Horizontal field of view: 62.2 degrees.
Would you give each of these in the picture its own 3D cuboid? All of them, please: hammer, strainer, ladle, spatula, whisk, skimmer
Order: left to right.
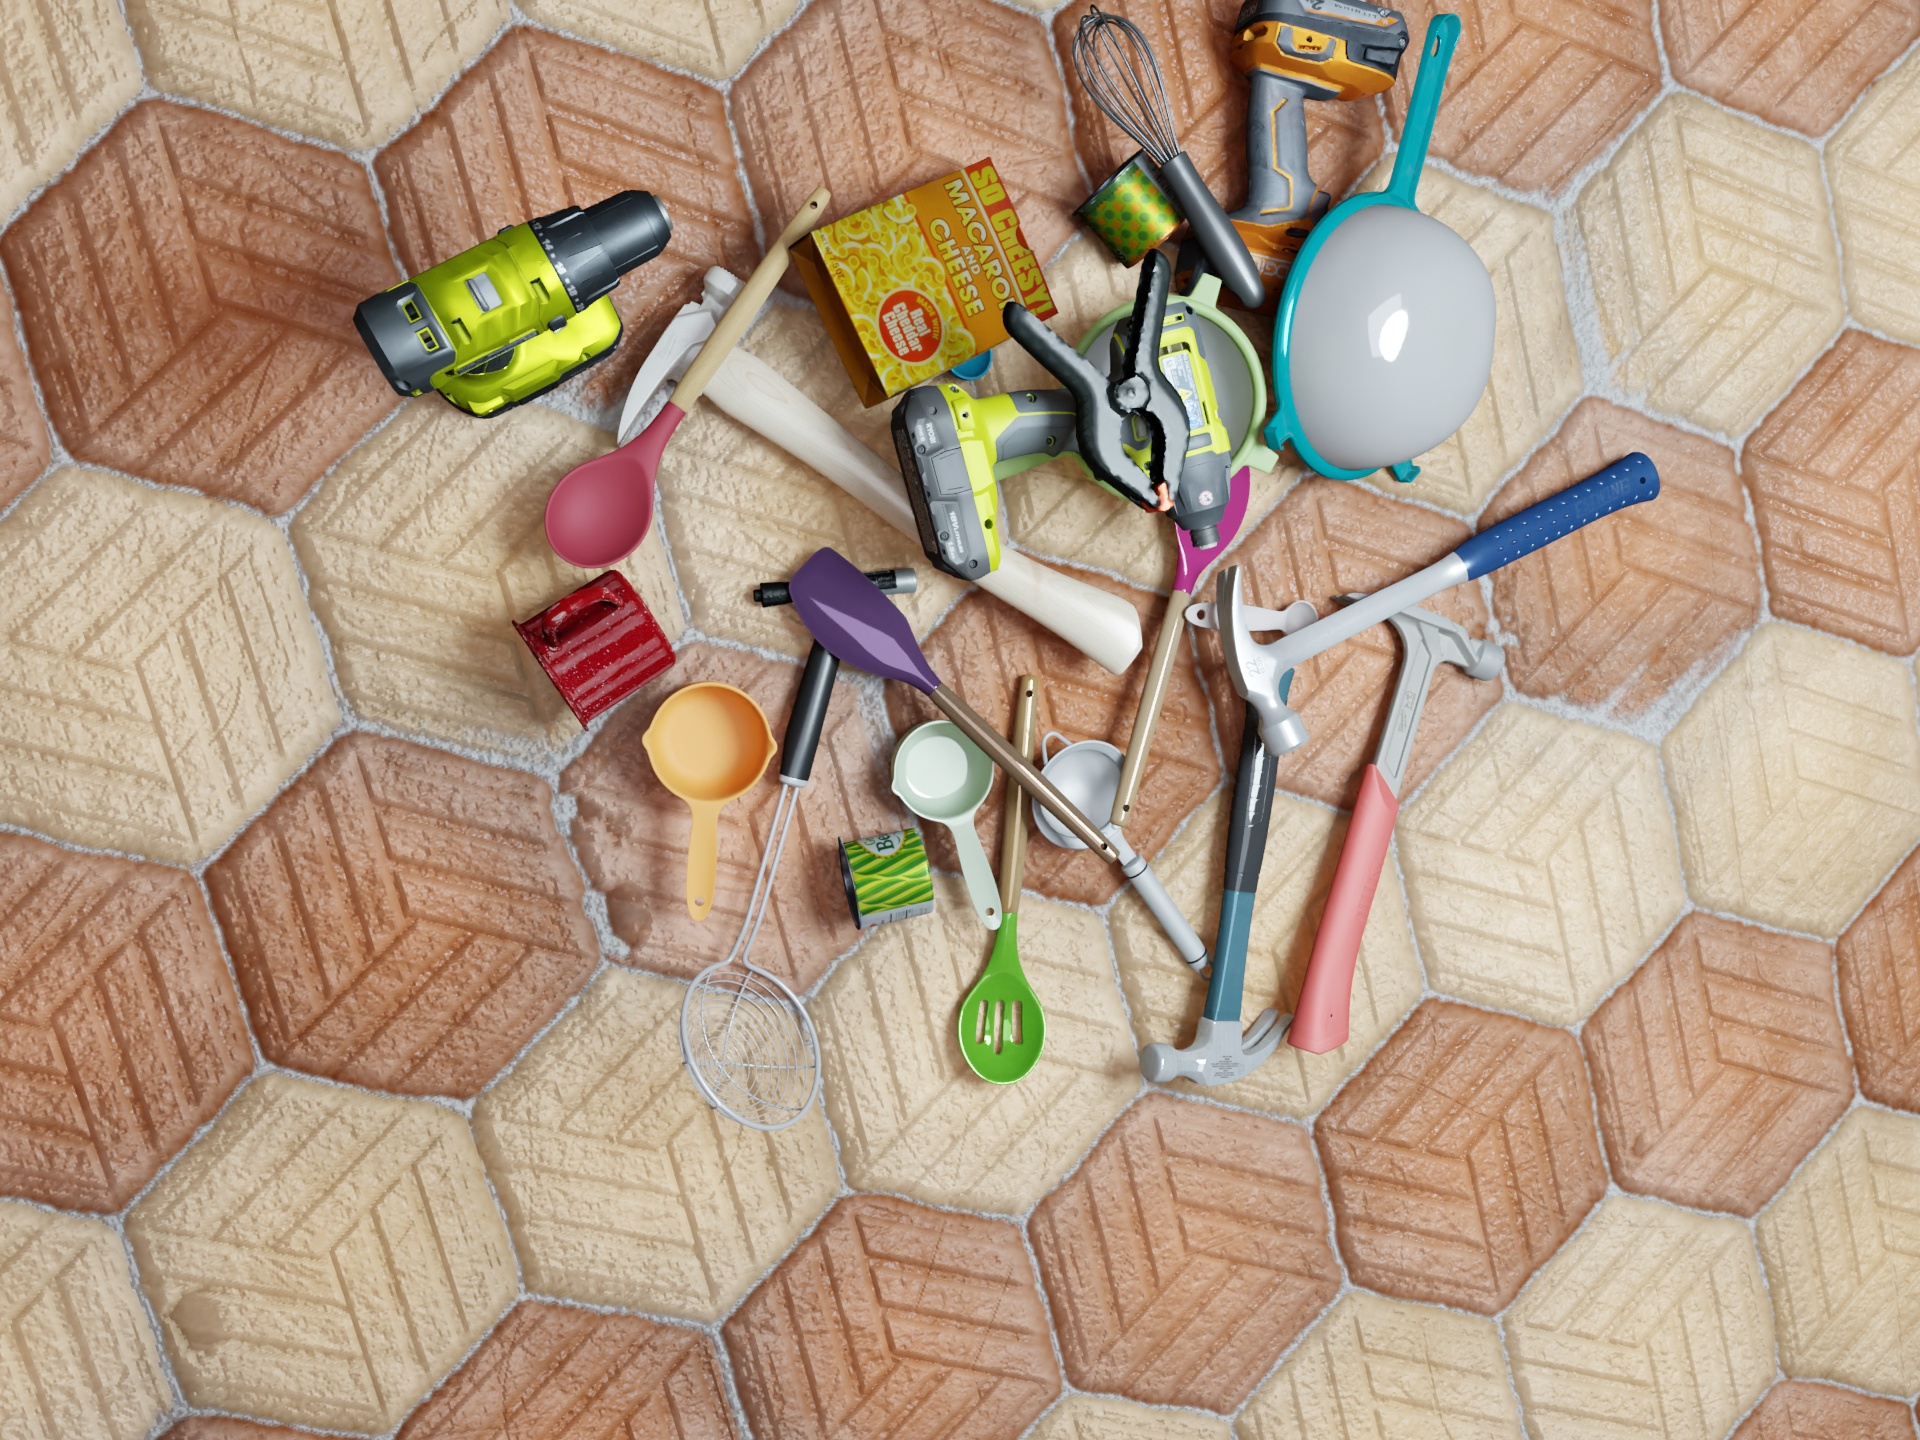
[{"bbox_3d":[-0.184,-0.240,1.105,0.069,0.031,0.315,35,89,-11],"label":"ladle"},{"bbox_3d":[-0.119,0.108,1.157,0.127,0.090,0.363,16,89,-45],"label":"skimmer"},{"bbox_3d":[-0.048,-0.151,1.157,0.410,0.038,0.146,34,89,-7],"label":"hammer"},{"bbox_3d":[-0.002,-0.004,1.170,0.316,0.018,0.060,43,84,-3],"label":"spatula"},{"bbox_3d":[0.100,-0.221,1.194,0.256,0.069,0.151,-19,101,8],"label":"strainer"},{"bbox_3d":[0.128,0.107,1.233,0.087,0.050,0.258,-38,107,-8],"label":"strainer"},{"bbox_3d":[0.152,-0.397,1.127,0.055,0.055,0.239,-36,102,-7],"label":"whisk"},{"bbox_3d":[0.219,0.120,1.243,0.128,0.033,0.331,9,89,-31],"label":"hammer"},{"bbox_3d":[0.315,0.084,1.253,0.149,0.037,0.359,19,85,-13],"label":"hammer"},{"bbox_3d":[0.342,-0.338,1.155,0.211,0.095,0.340,3,103,-43],"label":"strainer"},{"bbox_3d":[0.378,-0.121,1.240,0.405,0.035,0.144,-26,93,-16],"label":"hammer"}]

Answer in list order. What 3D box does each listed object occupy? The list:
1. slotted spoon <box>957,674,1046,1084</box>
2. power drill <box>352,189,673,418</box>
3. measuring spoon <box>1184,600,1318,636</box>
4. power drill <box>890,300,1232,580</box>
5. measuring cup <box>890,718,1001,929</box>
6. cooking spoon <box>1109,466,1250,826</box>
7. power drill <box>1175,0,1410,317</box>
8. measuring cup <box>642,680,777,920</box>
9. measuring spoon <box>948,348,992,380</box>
[{"bbox_3d":[0.041,0.122,1.223,0.070,0.031,0.314,4,92,-9],"label":"slotted spoon"},{"bbox_3d":[-0.275,-0.266,1.019,0.190,0.228,0.080,-30,100,-8],"label":"power drill"},{"bbox_3d":[0.224,-0.079,1.235,0.124,0.018,0.034,3,93,-25],"label":"measuring spoon"},{"bbox_3d":[0.077,-0.182,1.114,0.223,0.080,0.171,-17,100,-8],"label":"power drill"},{"bbox_3d":[-0.002,0.078,1.205,0.083,0.038,0.167,-20,100,-9],"label":"measuring cup"},{"bbox_3d":[0.161,-0.073,1.215,0.068,0.017,0.319,19,82,-23],"label":"cooking spoon"},{"bbox_3d":[0.262,-0.415,1.195,0.164,0.084,0.226,10,97,-13],"label":"power drill"},{"bbox_3d":[-0.186,0.056,1.158,0.095,0.052,0.173,3,96,-12],"label":"measuring cup"},{"bbox_3d":[0.002,-0.315,1.184,0.042,0.021,0.128,3,85,-29],"label":"measuring spoon"}]
